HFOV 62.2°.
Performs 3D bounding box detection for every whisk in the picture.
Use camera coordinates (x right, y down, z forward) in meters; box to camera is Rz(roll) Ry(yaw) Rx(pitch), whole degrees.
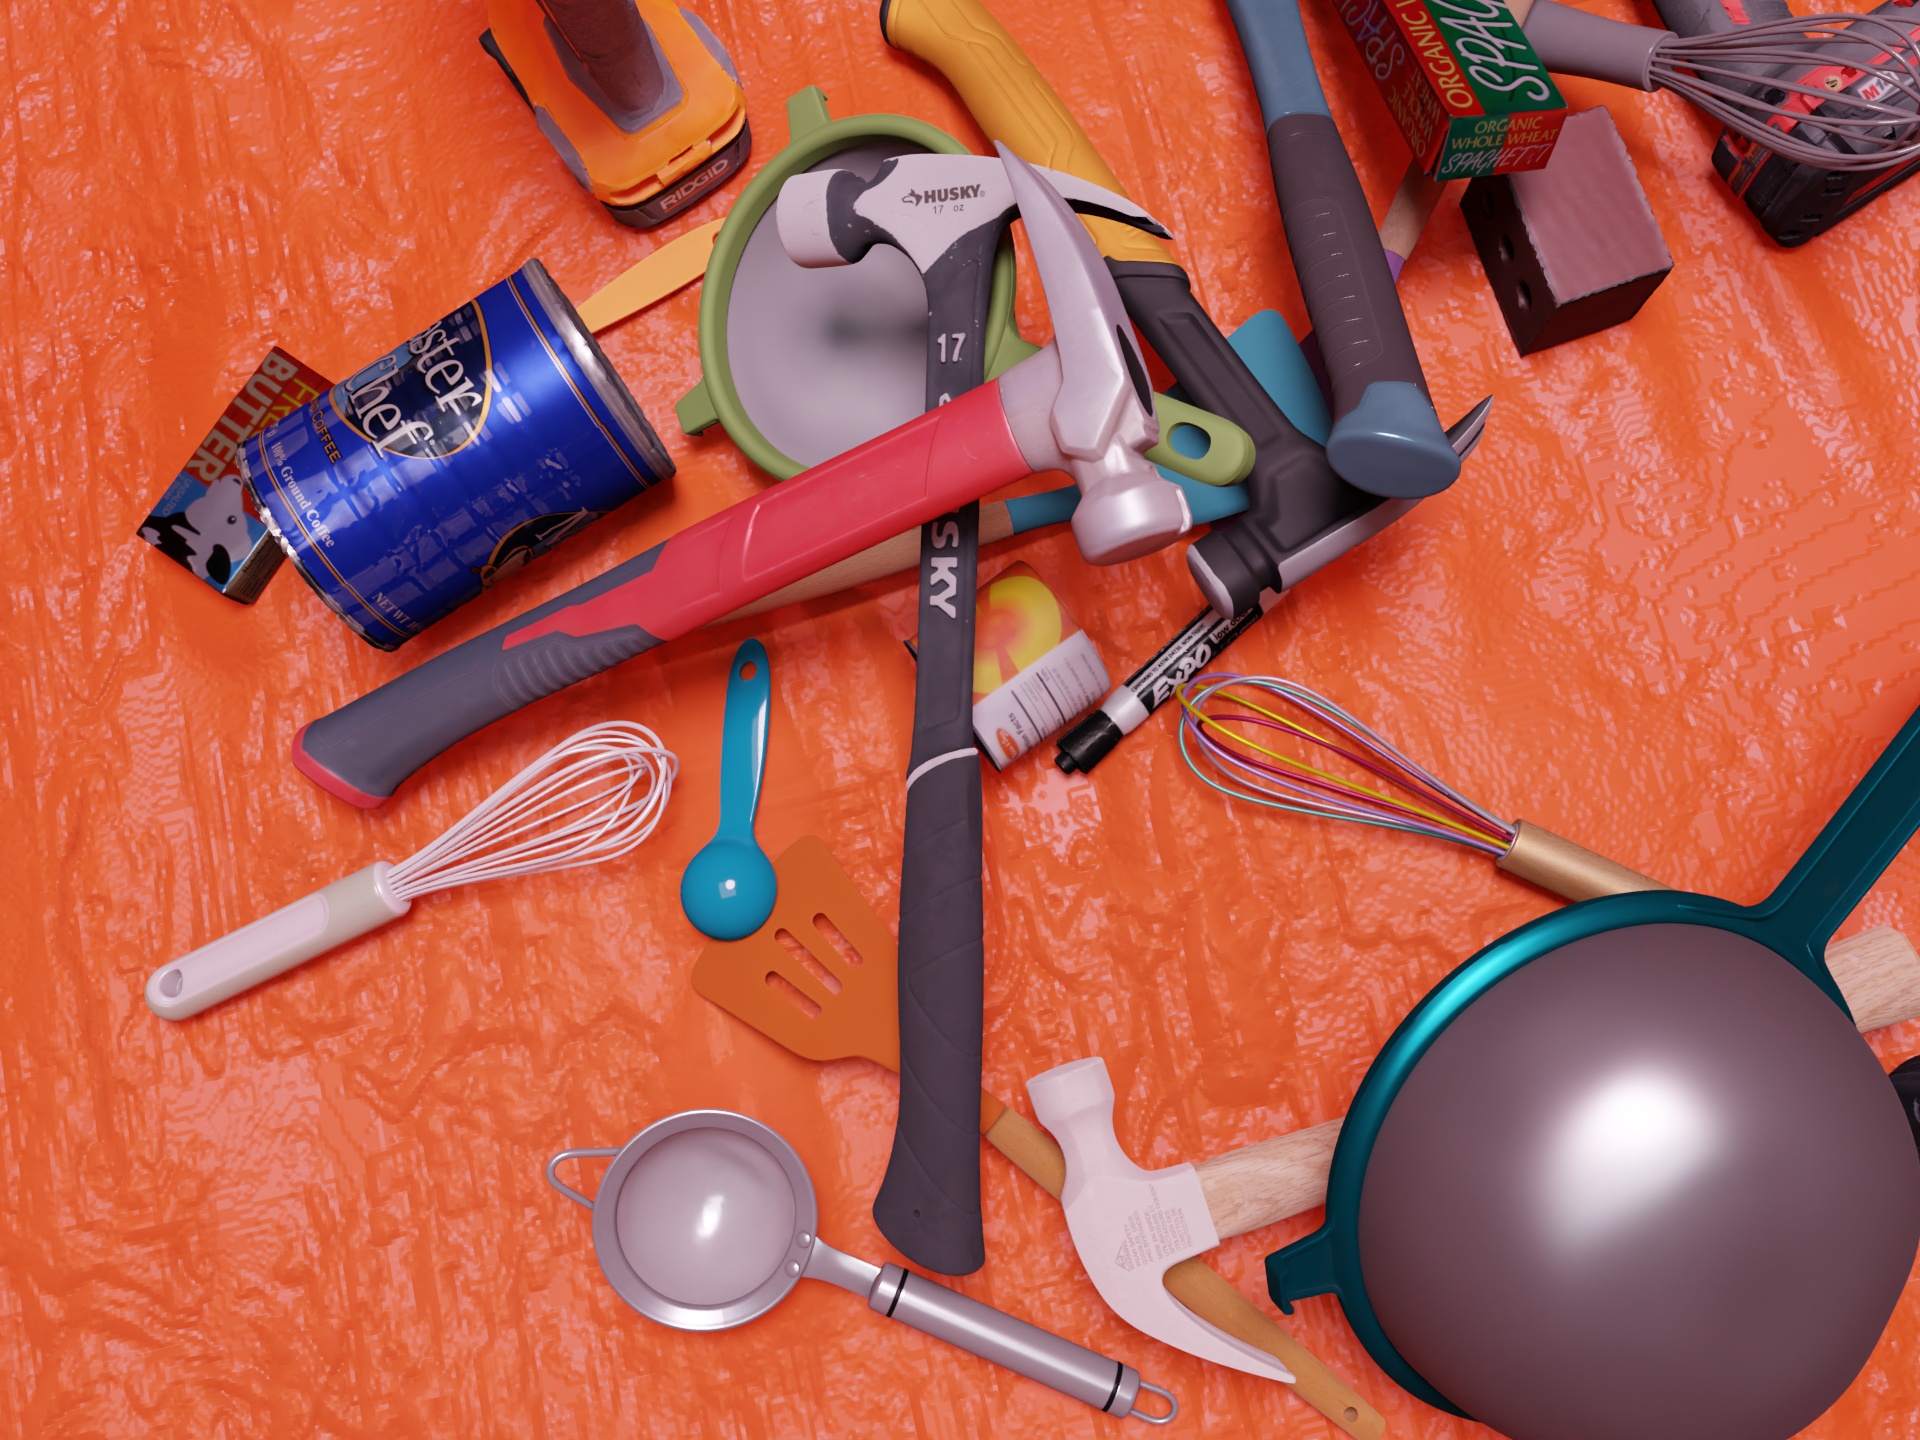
[{"bbox_3d":[0.196,0.041,0.629,0.245,0.047,0.051,25,82,5],"label":"whisk"},{"bbox_3d":[0.275,-0.262,0.625,0.055,0.055,0.239,-48,48,-4],"label":"whisk"},{"bbox_3d":[-0.227,0.066,0.655,0.246,0.059,0.058,-25,67,4],"label":"whisk"}]

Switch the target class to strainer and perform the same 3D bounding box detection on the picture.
[{"bbox_3d":[-0.036,0.218,0.617,0.258,0.050,0.087,23,90,2],"label":"strainer"},{"bbox_3d":[0.011,-0.143,0.635,0.256,0.069,0.151,28,102,26],"label":"strainer"},{"bbox_3d":[0.271,0.117,0.517,0.211,0.095,0.340,31,98,-19],"label":"strainer"}]

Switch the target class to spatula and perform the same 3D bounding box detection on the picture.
[{"bbox_3d":[0.188,-0.213,0.650,0.060,0.018,0.316,28,95,39],"label":"spatula"},{"bbox_3d":[-0.006,-0.083,0.660,0.317,0.044,0.082,-17,71,-1],"label":"spatula"},{"bbox_3d":[0.033,0.172,0.629,0.322,0.041,0.081,39,86,5],"label":"spatula"}]

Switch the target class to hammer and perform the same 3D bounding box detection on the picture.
[{"bbox_3d":[-0.001,-0.002,0.584,0.149,0.036,0.409,2,92,26],"label":"hammer"},{"bbox_3d":[0.200,0.147,0.594,0.331,0.031,0.130,-18,82,-1],"label":"hammer"},{"bbox_3d":[0.069,-0.204,0.657,0.127,0.034,0.337,-32,70,-1],"label":"hammer"},{"bbox_3d":[-0.111,-0.064,0.595,0.386,0.038,0.143,-21,81,24],"label":"hammer"},{"bbox_3d":[0.135,-0.222,0.625,0.128,0.033,0.331,-1,58,-7],"label":"hammer"}]

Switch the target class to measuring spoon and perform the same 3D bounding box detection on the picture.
[{"bbox_3d":[-0.096,0.026,0.660,0.042,0.021,0.129,0,78,19],"label":"measuring spoon"},{"bbox_3d":[-0.144,-0.191,0.712,0.117,0.011,0.021,-33,80,-5],"label":"measuring spoon"}]

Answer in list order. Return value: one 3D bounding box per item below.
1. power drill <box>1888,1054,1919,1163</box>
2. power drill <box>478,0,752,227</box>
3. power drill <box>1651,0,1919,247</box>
[{"bbox_3d":[0.448,0.094,0.585,0.226,0.080,0.188,-39,77,-6],"label":"power drill"},{"bbox_3d":[-0.166,-0.311,0.622,0.084,0.226,0.164,-35,80,-2],"label":"power drill"},{"bbox_3d":[0.336,-0.324,0.666,0.143,0.078,0.220,-33,77,-2],"label":"power drill"}]
